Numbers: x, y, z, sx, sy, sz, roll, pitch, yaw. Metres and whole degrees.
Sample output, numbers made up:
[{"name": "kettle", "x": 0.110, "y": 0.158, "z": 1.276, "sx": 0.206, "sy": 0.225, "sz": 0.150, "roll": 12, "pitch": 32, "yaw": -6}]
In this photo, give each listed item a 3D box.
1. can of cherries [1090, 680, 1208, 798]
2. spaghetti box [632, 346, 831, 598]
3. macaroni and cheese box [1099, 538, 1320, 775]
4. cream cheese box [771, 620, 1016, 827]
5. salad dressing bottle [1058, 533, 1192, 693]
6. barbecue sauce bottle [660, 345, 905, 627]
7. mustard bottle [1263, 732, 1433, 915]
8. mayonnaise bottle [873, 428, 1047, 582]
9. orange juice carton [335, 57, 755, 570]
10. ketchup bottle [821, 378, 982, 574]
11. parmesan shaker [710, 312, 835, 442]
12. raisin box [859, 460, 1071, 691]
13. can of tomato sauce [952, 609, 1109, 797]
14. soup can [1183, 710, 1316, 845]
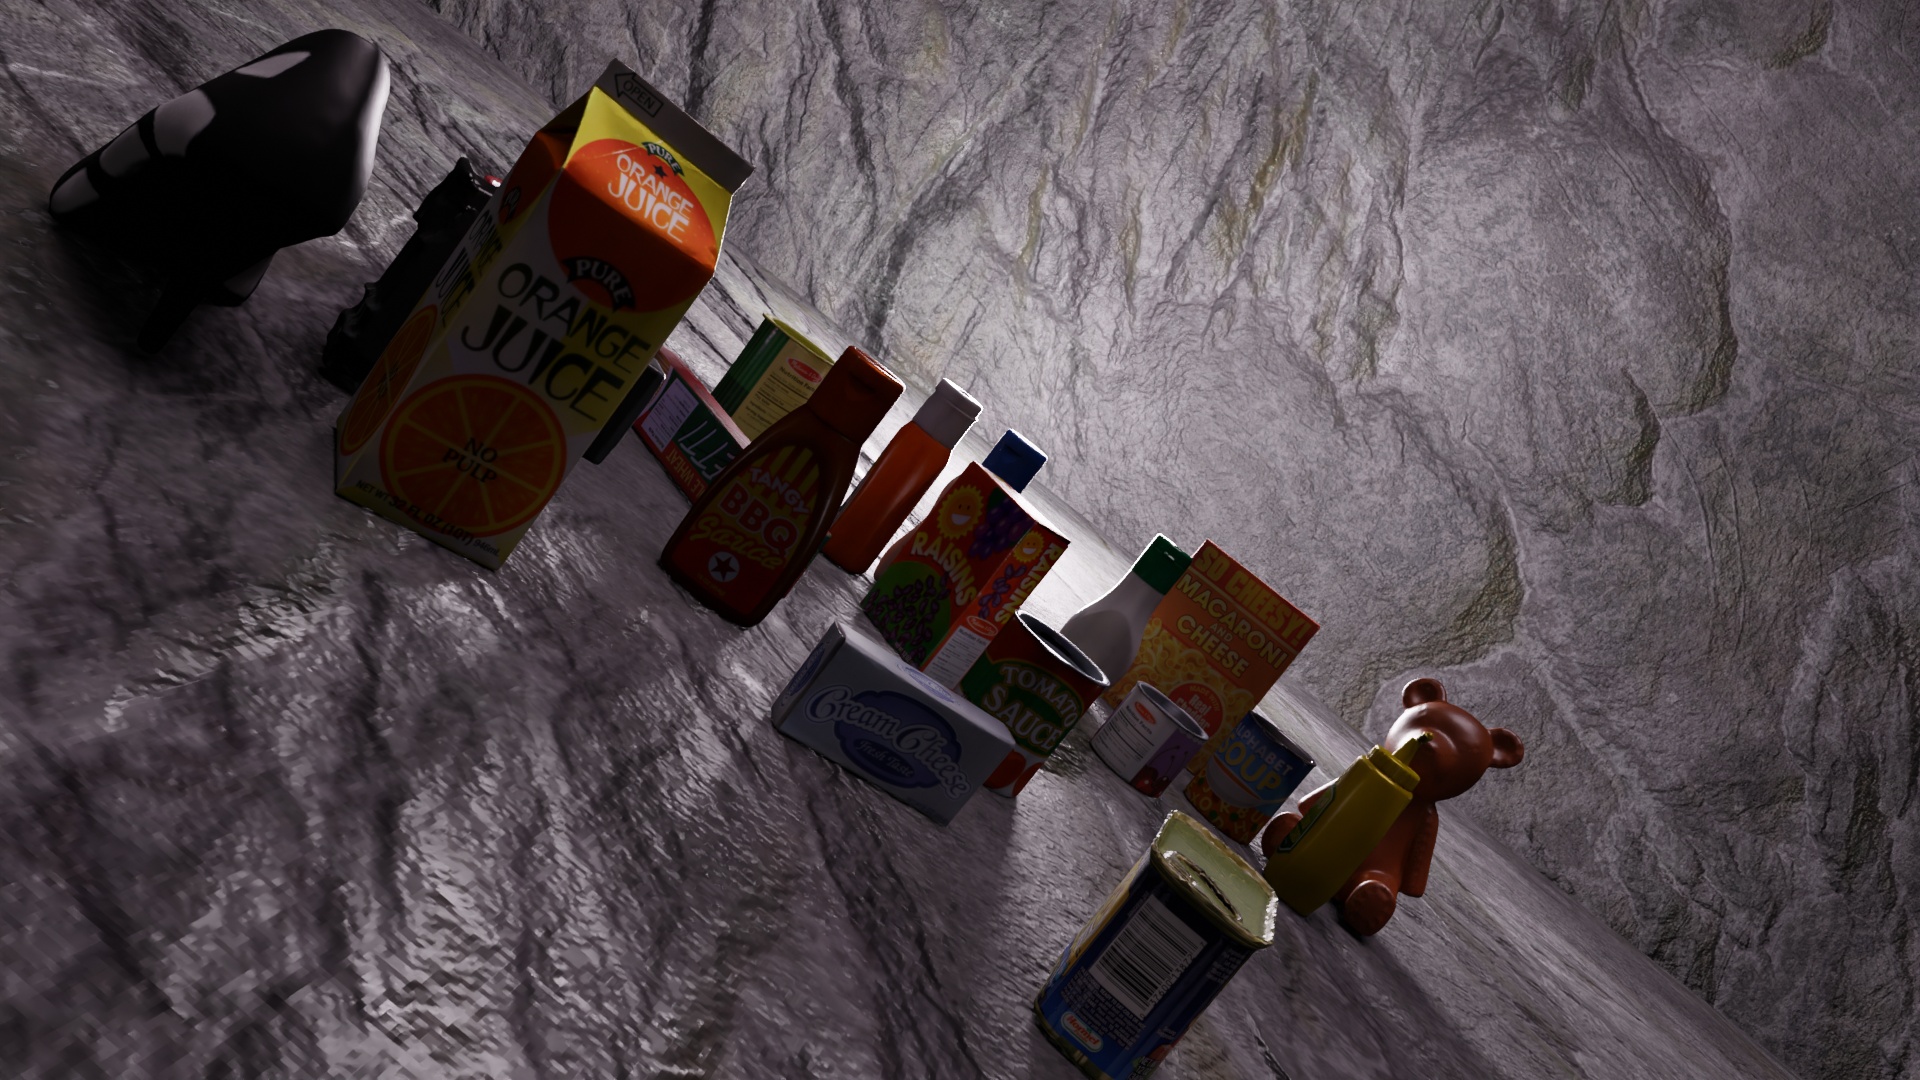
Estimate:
[{"name": "can of cherries", "x": 0.139, "y": 0.147, "z": 1.019, "sx": 0.071, "sy": 0.058, "sz": 0.071, "roll": 37, "pitch": 8, "yaw": -6}, {"name": "spaghetti box", "x": -0.157, "y": -0.051, "z": 0.871, "sx": 0.028, "sy": 0.050, "sz": 0.251, "roll": 30, "pitch": 11, "yaw": -45}, {"name": "macaroni and cheese box", "x": 0.211, "y": 0.100, "z": 1.208, "sx": 0.124, "sy": 0.166, "sz": 0.040, "roll": 40, "pitch": 8, "yaw": 14}, {"name": "cream cheese box", "x": -0.031, "y": 0.086, "z": 0.640, "sx": 0.103, "sy": 0.053, "sz": 0.024, "roll": 35, "pitch": 8, "yaw": -23}, {"name": "salad dressing bottle", "x": 0.132, "y": 0.063, "z": 1.144, "sx": 0.064, "sy": 0.147, "sz": 0.044, "roll": 39, "pitch": 7, "yaw": 6}, {"name": "barbecue sauce bottle", "x": -0.086, "y": -0.030, "z": 0.708, "sx": 0.065, "sy": 0.148, "sz": 0.044, "roll": 38, "pitch": 7, "yaw": -2}, {"name": "mustard bottle", "x": 0.286, "y": 0.197, "z": 1.008, "sx": 0.049, "sy": 0.160, "sz": 0.065, "roll": 39, "pitch": 7, "yaw": 6}, {"name": "mayonnaise bottle", "x": 0.004, "y": -0.013, "z": 1.003, "sx": 0.065, "sy": 0.148, "sz": 0.041, "roll": 41, "pitch": 8, "yaw": 20}, {"name": "orange juice carton", "x": -0.165, "y": -0.092, "z": 0.555, "sx": 0.071, "sy": 0.192, "sz": 0.073, "roll": 33, "pitch": 9, "yaw": -34}, {"name": "ketchup bottle", "x": -0.042, "y": -0.046, "z": 0.988, "sx": 0.043, "sy": 0.148, "sz": 0.065, "roll": 38, "pitch": 7, "yaw": 1}, {"name": "parmesan shaker", "x": -0.151, "y": -0.112, "z": 1.049, "sx": 0.071, "sy": 0.103, "sz": 0.071, "roll": 37, "pitch": 8, "yaw": -6}, {"name": "raisin box", "x": 0.002, "y": 0.022, "z": 0.887, "sx": 0.040, "sy": 0.123, "sz": 0.086, "roll": 32, "pitch": 10, "yaw": -41}, {"name": "can of tomato sauce", "x": 0.032, "y": 0.091, "z": 0.773, "sx": 0.071, "sy": 0.083, "sz": 0.071, "roll": 37, "pitch": 8, "yaw": -6}, {"name": "soup can", "x": 0.224, "y": 0.185, "z": 1.085, "sx": 0.071, "sy": 0.083, "sz": 0.071, "roll": 37, "pitch": 8, "yaw": -6}]
